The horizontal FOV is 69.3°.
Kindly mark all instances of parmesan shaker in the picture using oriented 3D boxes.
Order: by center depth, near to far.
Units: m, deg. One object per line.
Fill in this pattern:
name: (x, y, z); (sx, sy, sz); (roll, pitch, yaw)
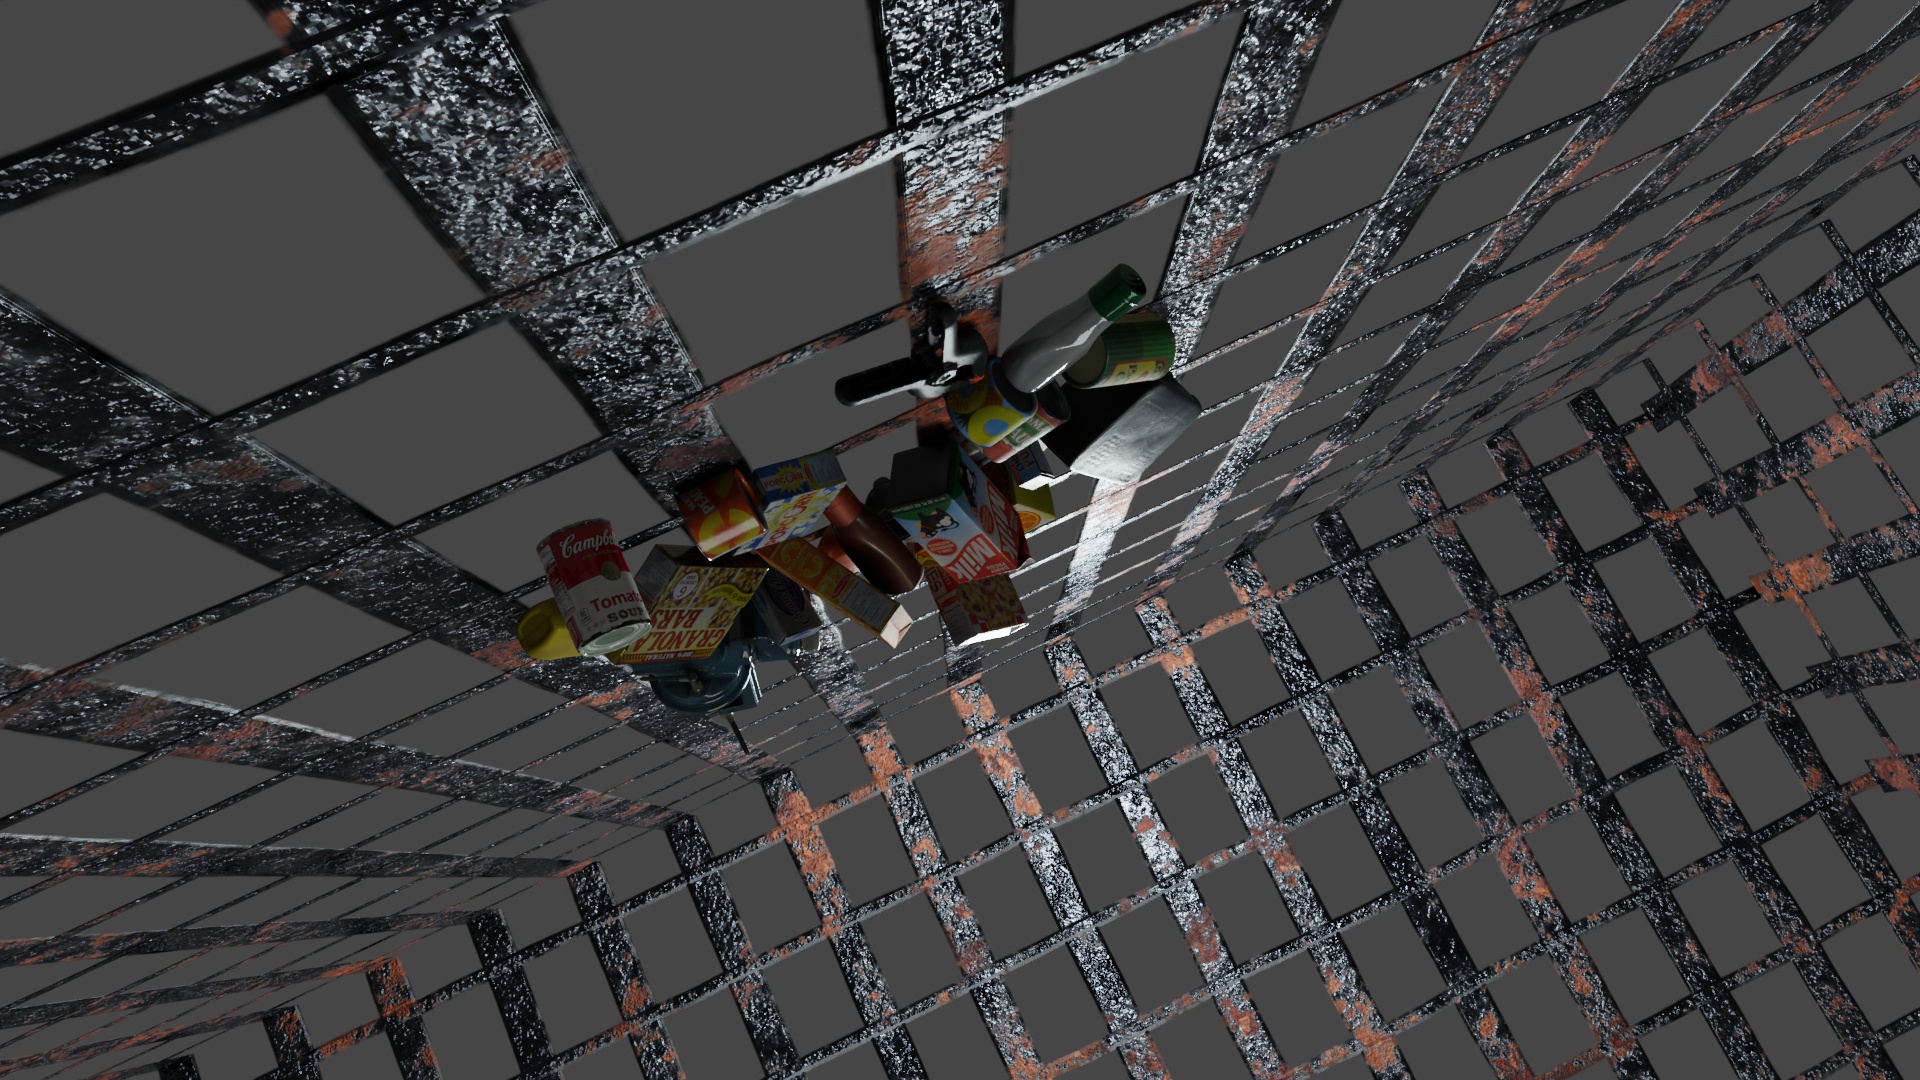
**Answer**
parmesan shaker: (0.144, -0.179, 1.310); (0.103, 0.071, 0.071); (-13, 162, -44)

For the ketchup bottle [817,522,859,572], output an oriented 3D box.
ketchup bottle: (-0.127, 0.000, 1.545); (0.065, 0.043, 0.148); (-23, 167, -16)

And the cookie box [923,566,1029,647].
cookie box: (0.008, 0.038, 1.685); (0.040, 0.167, 0.123); (-31, 167, 31)

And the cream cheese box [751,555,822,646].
cream cheese box: (-0.198, 0.061, 1.515); (0.053, 0.104, 0.024); (-16, 157, -43)

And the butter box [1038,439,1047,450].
butter box: (0.078, -0.112, 1.540); (0.053, 0.024, 0.103); (-19, 166, -32)

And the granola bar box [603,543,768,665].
granola bar box: (-0.280, 0.065, 1.411); (0.124, 0.039, 0.166); (-55, 160, 12)

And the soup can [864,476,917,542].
soup can: (-0.060, -0.033, 1.494); (0.071, 0.071, 0.084); (-29, 172, 13)

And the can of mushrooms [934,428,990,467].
can of mushrooms: (0.006, -0.095, 1.447); (0.071, 0.033, 0.071); (-25, 168, -6)

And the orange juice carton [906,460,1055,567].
orange juice carton: (0.007, -0.030, 1.563); (0.192, 0.072, 0.073); (-26, 153, 35)

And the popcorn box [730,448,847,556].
popcorn box: (-0.171, -0.035, 1.326); (0.085, 0.038, 0.126); (-17, 165, -32)

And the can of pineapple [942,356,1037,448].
can of pineapple: (0.028, -0.129, 1.283); (0.057, 0.071, 0.071); (-35, 164, 32)

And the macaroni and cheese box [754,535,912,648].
macaroni and cheese box: (-0.133, 0.045, 1.448); (0.040, 0.166, 0.123); (-55, 170, -7)

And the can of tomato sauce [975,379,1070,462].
can of tomato sauce: (0.054, -0.122, 1.350); (0.083, 0.071, 0.071); (-32, 166, 27)

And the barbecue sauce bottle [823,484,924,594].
barbecue sauce bottle: (-0.098, -0.004, 1.415); (0.065, 0.044, 0.148); (2, 143, 37)

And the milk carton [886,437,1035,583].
milk carton: (0.005, -0.018, 1.438); (0.072, 0.074, 0.190); (-14, 141, 25)

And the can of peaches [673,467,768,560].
can of peaches: (-0.211, -0.026, 1.229); (0.058, 0.071, 0.071); (-26, 167, 1)

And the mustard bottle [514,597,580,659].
mustard bottle: (-0.371, 0.085, 1.392); (0.065, 0.049, 0.160); (-37, 165, 19)

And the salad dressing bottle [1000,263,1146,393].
salad dressing bottle: (0.101, -0.189, 1.236); (0.147, 0.044, 0.064); (-36, 157, 35)

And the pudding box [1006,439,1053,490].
pudding box: (0.063, -0.097, 1.439); (0.030, 0.084, 0.050); (-27, 168, 19)
